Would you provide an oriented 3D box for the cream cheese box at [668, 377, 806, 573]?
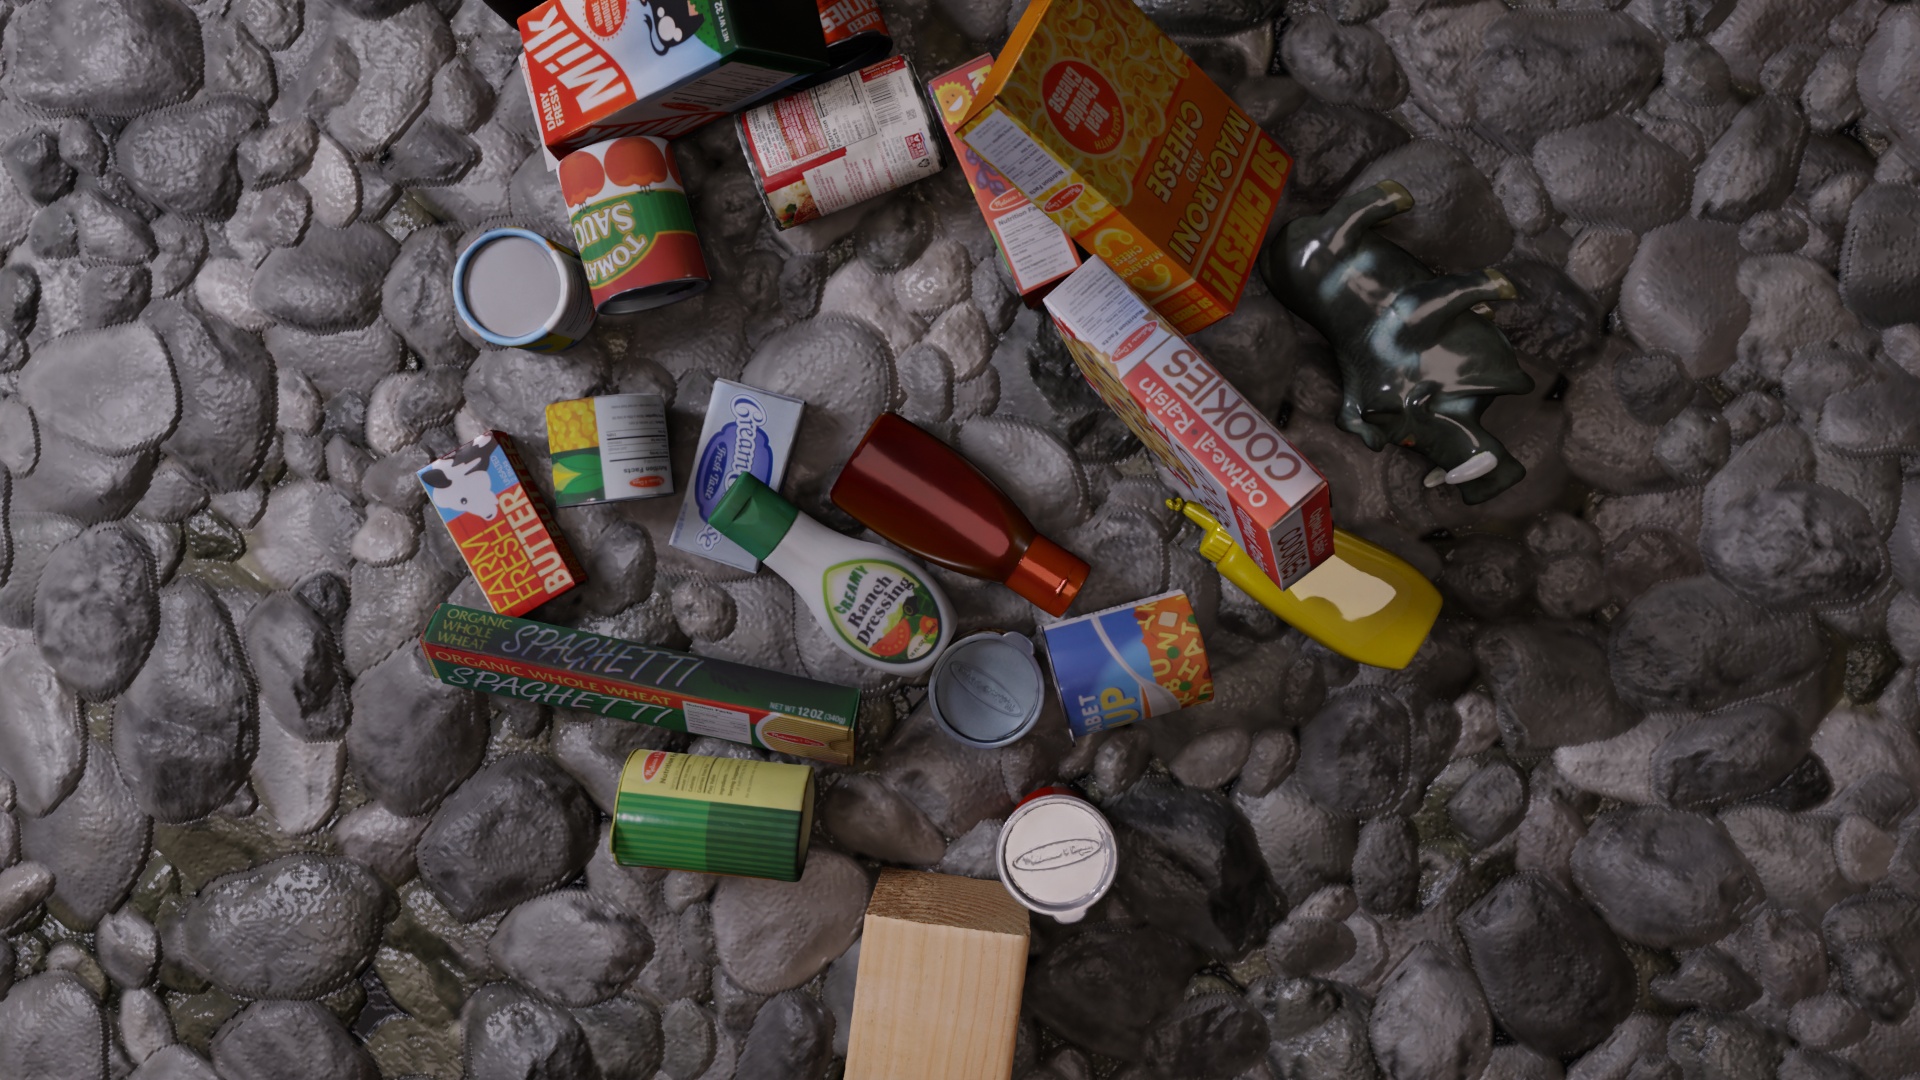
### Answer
[{"bbox_3d":[-0.128,-0.038,0.802,0.053,0.024,0.103,16,93,-1],"label":"cream cheese box"}]

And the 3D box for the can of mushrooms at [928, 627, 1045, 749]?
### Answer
[{"bbox_3d":[0.017,0.082,0.799,0.071,0.033,0.071,0,92,3],"label":"can of mushrooms"}]

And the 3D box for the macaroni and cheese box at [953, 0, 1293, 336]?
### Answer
[{"bbox_3d":[0.091,-0.206,0.728,0.166,0.040,0.124,37,59,-20],"label":"macaroni and cheese box"}]

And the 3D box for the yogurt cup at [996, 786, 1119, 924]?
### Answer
[{"bbox_3d":[0.055,0.173,0.791,0.072,0.054,0.072,0,93,2],"label":"yogurt cup"}]

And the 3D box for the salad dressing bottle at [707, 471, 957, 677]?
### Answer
[{"bbox_3d":[-0.072,0.018,0.779,0.147,0.044,0.064,36,89,-12],"label":"salad dressing bottle"}]

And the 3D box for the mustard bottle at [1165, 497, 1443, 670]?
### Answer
[{"bbox_3d":[0.188,0.013,0.782,0.160,0.049,0.065,29,95,2],"label":"mustard bottle"}]

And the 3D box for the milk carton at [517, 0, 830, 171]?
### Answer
[{"bbox_3d":[-0.170,-0.261,0.748,0.190,0.074,0.072,-12,92,35],"label":"milk carton"}]

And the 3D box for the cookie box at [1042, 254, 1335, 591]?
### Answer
[{"bbox_3d":[0.122,-0.058,0.717,0.040,0.122,0.168,-41,68,3],"label":"cookie box"}]

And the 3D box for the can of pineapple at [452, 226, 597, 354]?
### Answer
[{"bbox_3d":[-0.246,-0.140,0.785,0.071,0.058,0.071,0,93,2],"label":"can of pineapple"}]

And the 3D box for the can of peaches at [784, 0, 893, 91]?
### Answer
[{"bbox_3d":[-0.077,-0.291,0.767,0.071,0.071,0.058,-21,91,3],"label":"can of peaches"}]

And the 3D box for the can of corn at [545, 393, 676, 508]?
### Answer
[{"bbox_3d":[-0.199,-0.050,0.785,0.071,0.071,0.058,-6,92,2],"label":"can of corn"}]

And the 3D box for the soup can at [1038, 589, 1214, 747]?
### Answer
[{"bbox_3d":[0.093,0.072,0.778,0.084,0.071,0.071,-15,92,2],"label":"soup can"}]

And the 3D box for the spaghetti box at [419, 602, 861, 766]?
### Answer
[{"bbox_3d":[-0.180,0.083,0.794,0.250,0.050,0.029,11,55,1],"label":"spaghetti box"}]

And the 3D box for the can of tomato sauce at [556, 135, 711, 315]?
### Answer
[{"bbox_3d":[-0.184,-0.175,0.776,0.071,0.071,0.083,-16,92,3],"label":"can of tomato sauce"}]

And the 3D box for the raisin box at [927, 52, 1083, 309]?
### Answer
[{"bbox_3d":[0.027,-0.193,0.760,0.040,0.086,0.123,-23,92,8],"label":"raisin box"}]

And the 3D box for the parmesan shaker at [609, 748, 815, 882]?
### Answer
[{"bbox_3d":[-0.138,0.158,0.788,0.103,0.071,0.071,6,93,1],"label":"parmesan shaker"}]

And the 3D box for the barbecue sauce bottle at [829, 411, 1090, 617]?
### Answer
[{"bbox_3d":[0.003,-0.010,0.790,0.148,0.044,0.065,33,94,0],"label":"barbecue sauce bottle"}]

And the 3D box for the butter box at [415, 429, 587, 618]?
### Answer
[{"bbox_3d":[-0.266,-0.008,0.809,0.053,0.024,0.103,-29,91,4],"label":"butter box"}]
